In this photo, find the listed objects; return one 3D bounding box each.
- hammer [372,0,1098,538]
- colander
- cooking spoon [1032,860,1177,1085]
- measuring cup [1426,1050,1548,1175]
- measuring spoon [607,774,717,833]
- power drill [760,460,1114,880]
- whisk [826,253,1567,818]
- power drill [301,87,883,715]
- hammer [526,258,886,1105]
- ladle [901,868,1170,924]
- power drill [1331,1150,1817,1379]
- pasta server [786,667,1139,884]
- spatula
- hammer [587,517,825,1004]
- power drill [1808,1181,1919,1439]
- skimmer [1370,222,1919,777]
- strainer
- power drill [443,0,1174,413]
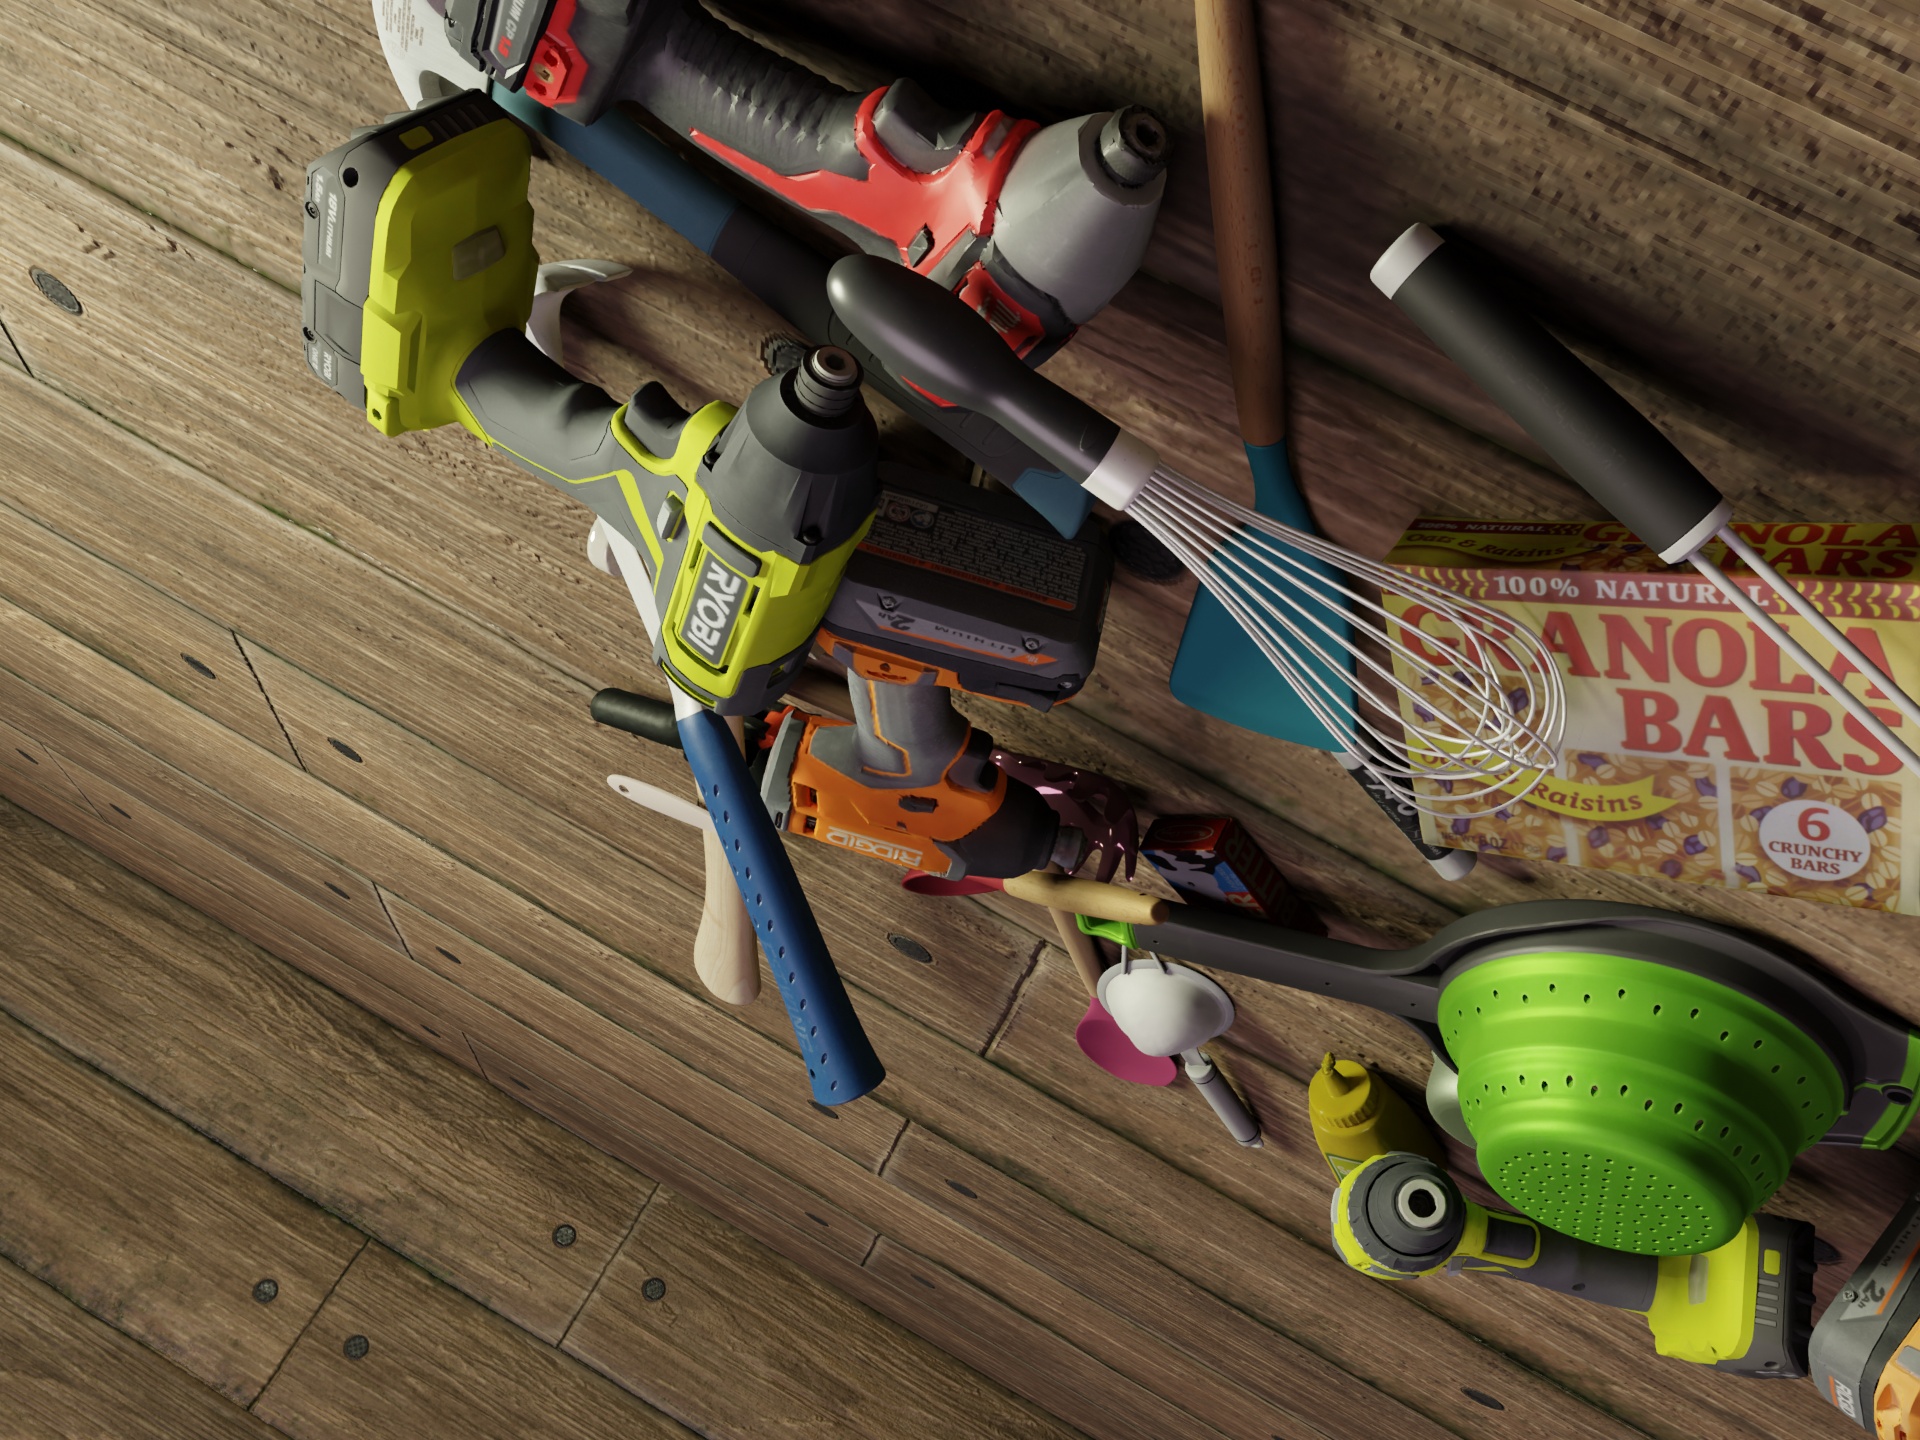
[{"bbox_3d":[-0.078,-0.179,0.607,0.331,0.033,0.128,36,151,-8],"label":"hammer"},{"bbox_3d":[0.226,0.162,0.755,0.397,0.094,0.204,11,144,25],"label":"colander"},{"bbox_3d":[0.083,0.157,1.013,0.069,0.017,0.318,5,144,25],"label":"cooking spoon"},{"bbox_3d":[0.301,0.238,0.901,0.083,0.038,0.167,17,147,25],"label":"measuring cup"},{"bbox_3d":[-0.164,0.060,0.942,0.124,0.018,0.034,21,140,23],"label":"measuring spoon"},{"bbox_3d":[-0.001,-0.002,0.729,0.164,0.084,0.226,16,144,-2],"label":"power drill"},{"bbox_3d":[0.078,-0.063,0.510,0.284,0.070,0.070,34,152,-7],"label":"whisk"},{"bbox_3d":[-0.132,-0.121,0.587,0.223,0.080,0.171,38,141,6],"label":"power drill"},{"bbox_3d":[-0.124,-0.014,0.728,0.144,0.035,0.405,-15,99,55],"label":"hammer"},{"bbox_3d":[0.037,0.089,0.844,0.069,0.031,0.315,3,177,-18],"label":"ladle"},{"bbox_3d":[0.312,0.277,0.833,0.228,0.080,0.190,9,161,12],"label":"power drill"},{"bbox_3d":[-0.041,0.005,0.868,0.316,0.040,0.060,23,140,19],"label":"pasta server"},{"bbox_3d":[0.097,-0.109,0.535,0.082,0.044,0.317,20,149,29],"label":"spatula"},{"bbox_3d":[-0.135,0.055,0.958,0.146,0.038,0.410,26,142,18],"label":"hammer"},{"bbox_3d":[0.510,0.282,0.664,0.226,0.185,0.084,30,160,47],"label":"power drill"},{"bbox_3d":[0.245,-0.007,0.424,0.363,0.090,0.127,46,112,7],"label":"skimmer"},{"bbox_3d":[0.154,0.223,1.030,0.087,0.050,0.258,-6,140,29],"label":"strainer"},{"bbox_3d":[-0.040,-0.197,0.499,0.219,0.079,0.143,36,154,-15],"label":"power drill"}]
